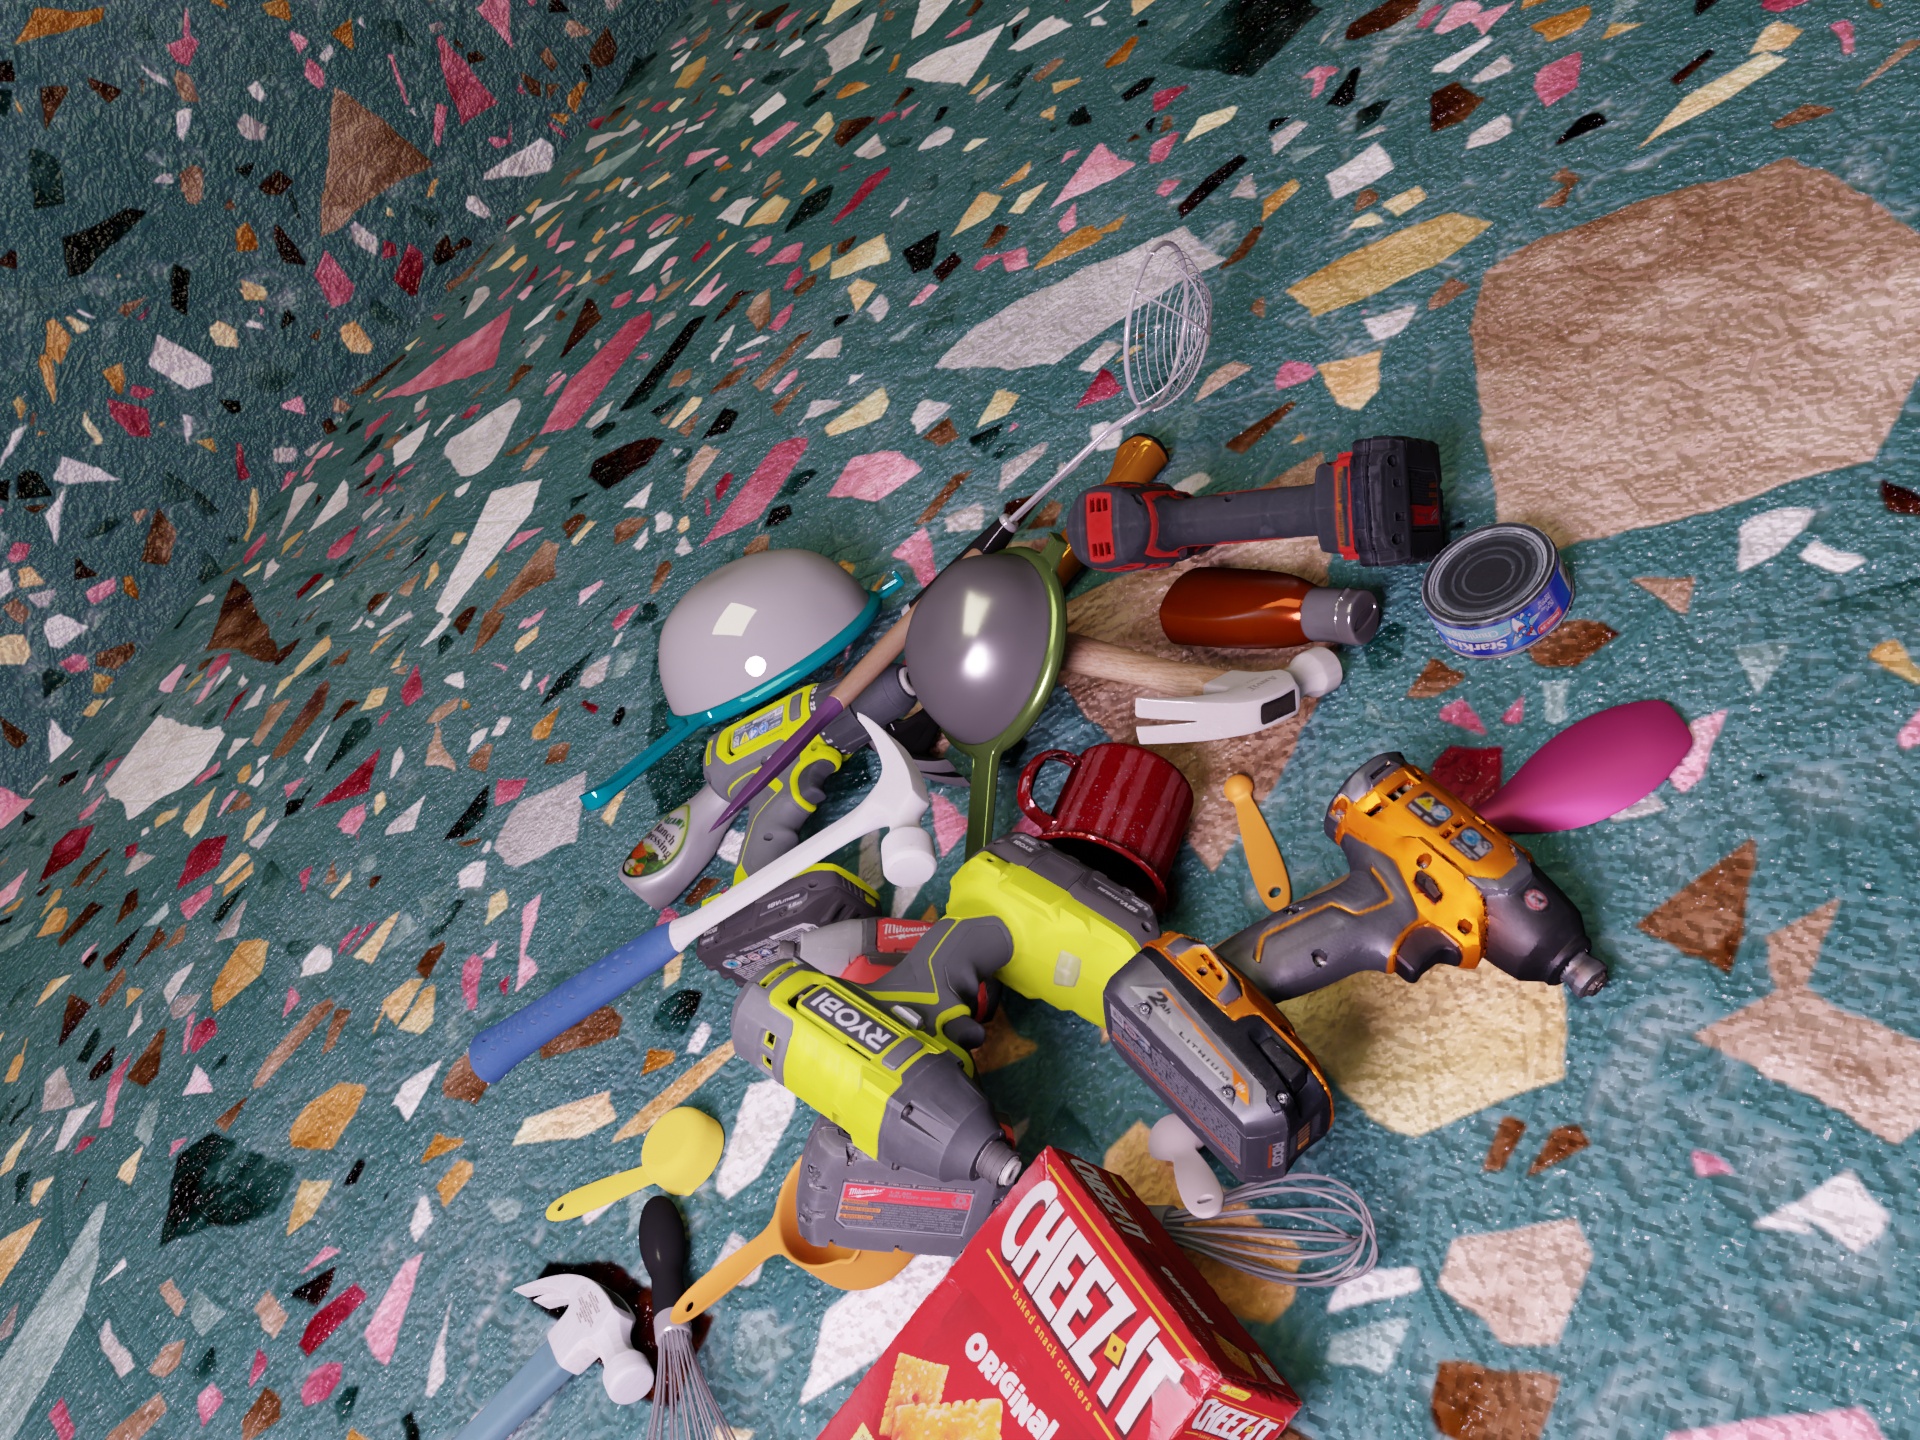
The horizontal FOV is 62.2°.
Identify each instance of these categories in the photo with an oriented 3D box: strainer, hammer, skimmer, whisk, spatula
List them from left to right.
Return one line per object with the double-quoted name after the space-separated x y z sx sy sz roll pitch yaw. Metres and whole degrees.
-0.337 0.490 1.017 0.331 0.033 0.128 -45 37 -4 "hammer"
-0.170 0.390 0.949 0.070 0.070 0.285 -38 32 6 "whisk"
-0.186 0.139 1.094 0.405 0.035 0.144 -33 40 20 "hammer"
-0.210 -0.053 1.298 0.211 0.095 0.340 -15 21 41 "strainer"
-0.074 -0.029 1.143 0.316 0.018 0.059 -49 6 -33 "spatula"
-0.002 -0.003 1.076 0.151 0.069 0.256 -18 62 53 "strainer"
0.058 -0.094 1.244 0.337 0.034 0.127 -51 36 -12 "hammer"
0.065 -0.221 1.277 0.363 0.127 0.090 -42 75 22 "skimmer"
0.090 -0.042 1.099 0.130 0.031 0.331 -24 27 -35 "hammer"
0.108 0.263 0.830 0.239 0.055 0.055 -13 45 39 "whisk"

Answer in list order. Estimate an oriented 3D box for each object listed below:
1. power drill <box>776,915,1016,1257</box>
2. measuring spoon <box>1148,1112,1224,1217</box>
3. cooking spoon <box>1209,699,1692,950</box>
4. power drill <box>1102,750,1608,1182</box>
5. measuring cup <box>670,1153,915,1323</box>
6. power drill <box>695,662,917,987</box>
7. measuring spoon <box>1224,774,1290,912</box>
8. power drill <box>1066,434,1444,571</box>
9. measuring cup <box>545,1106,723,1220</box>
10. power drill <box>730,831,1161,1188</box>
-0.041 0.199 0.937 0.143 0.078 0.220 8 32 -8 "power drill"
0.118 0.227 0.824 0.034 0.018 0.124 -21 4 0 "measuring spoon"
0.258 0.077 0.902 0.319 0.017 0.069 -31 39 14 "cooking spoon"
0.204 0.128 0.808 0.226 0.084 0.164 -34 53 -18 "power drill"
-0.094 0.319 0.953 0.173 0.052 0.095 -38 36 9 "measuring cup"
-0.112 0.069 1.173 0.190 0.080 0.229 -25 45 28 "power drill"
0.182 0.073 0.980 0.021 0.011 0.117 -30 38 17 "measuring spoon"
0.205 -0.138 1.074 0.227 0.188 0.080 -2 95 30 "power drill"
-0.234 0.313 1.103 0.156 0.029 0.062 -26 39 18 "measuring cup"
0.009 0.159 0.881 0.171 0.080 0.223 28 36 27 "power drill"
